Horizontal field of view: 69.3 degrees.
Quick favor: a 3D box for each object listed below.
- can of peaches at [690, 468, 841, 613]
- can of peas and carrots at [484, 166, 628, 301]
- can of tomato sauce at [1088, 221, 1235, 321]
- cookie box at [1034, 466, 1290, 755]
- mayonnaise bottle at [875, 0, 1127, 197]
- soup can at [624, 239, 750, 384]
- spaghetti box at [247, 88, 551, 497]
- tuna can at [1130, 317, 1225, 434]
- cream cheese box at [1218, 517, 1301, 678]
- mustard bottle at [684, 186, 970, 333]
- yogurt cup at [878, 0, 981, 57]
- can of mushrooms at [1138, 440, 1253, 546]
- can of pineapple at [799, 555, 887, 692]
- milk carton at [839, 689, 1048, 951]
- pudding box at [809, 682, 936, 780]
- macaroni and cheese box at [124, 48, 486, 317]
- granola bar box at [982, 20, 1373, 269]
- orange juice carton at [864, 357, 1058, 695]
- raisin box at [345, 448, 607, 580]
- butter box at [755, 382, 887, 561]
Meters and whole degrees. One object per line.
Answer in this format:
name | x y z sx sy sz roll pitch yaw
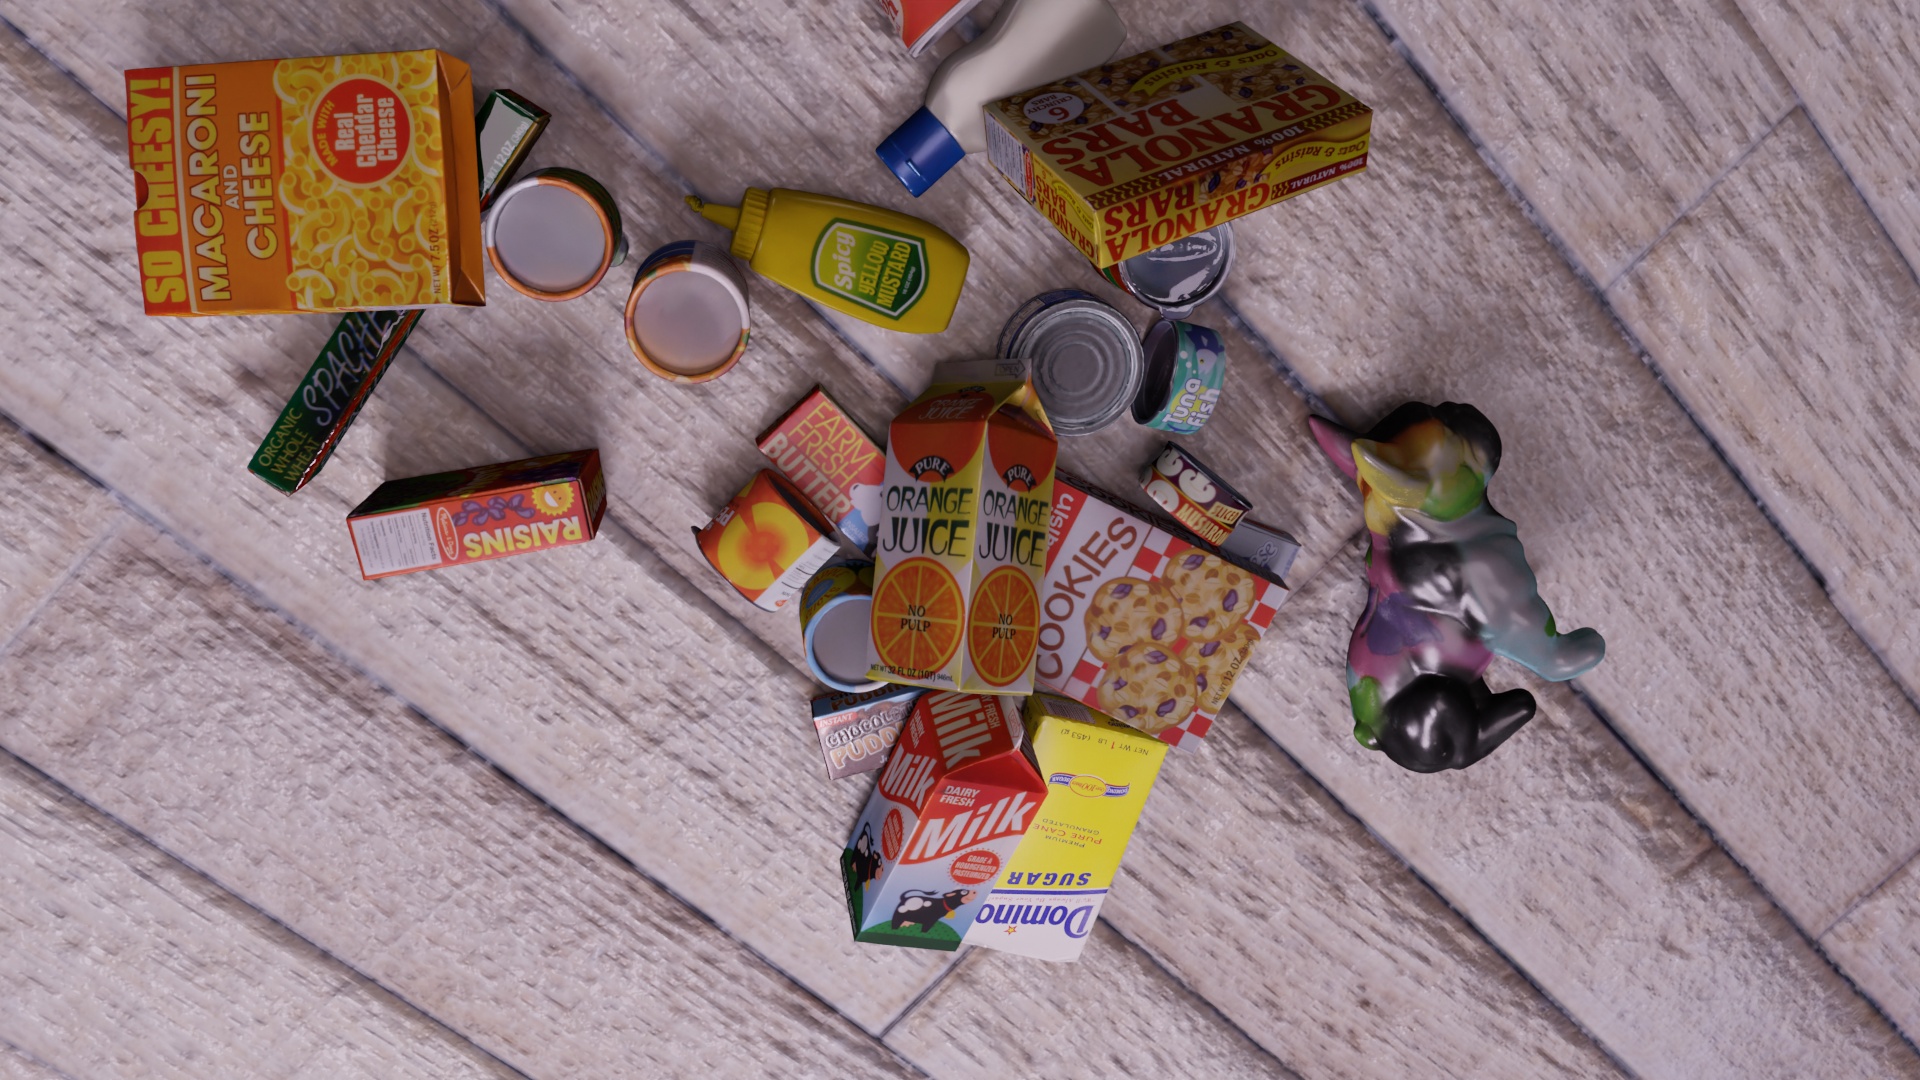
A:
can of peaches | -0.114 -0.002 0.819 0.058 0.071 0.071 -44 110 7
can of peas and carrots | -0.216 -0.164 0.750 0.071 0.059 0.070 -3 109 -9
can of tomato sauce | 0.112 -0.168 0.793 0.071 0.083 0.071 -3 109 -9
cookie box | 0.100 0.043 0.868 0.167 0.040 0.122 26 103 -5
mayonnaise bottle | 0.018 -0.253 0.771 0.148 0.041 0.064 -41 116 7
soup can | -0.151 -0.124 0.761 0.071 0.084 0.071 -3 110 -9
spaghetti box | -0.303 -0.133 0.750 0.028 0.050 0.249 34 100 -17
tuna can | 0.130 -0.096 0.827 0.033 0.071 0.071 11 106 -14
cream cheese box | 0.175 0.037 0.904 0.053 0.024 0.103 19 104 -14
mustard bottle | -0.077 -0.163 0.780 0.160 0.049 0.065 14 104 -14
yogurt cup | -0.017 -0.300 0.738 0.072 0.072 0.054 -40 103 5
can of mushrooms | 0.145 -0.028 0.853 0.071 0.071 0.033 35 102 -19
can of pineapple | -0.066 0.051 0.849 0.071 0.058 0.070 -3 109 -9
milk carton | -0.006 0.164 0.861 0.073 0.072 0.189 13 121 -23
pudding box | -0.050 0.117 0.889 0.084 0.030 0.049 -14 110 -6
macaroni and cheese box | -0.330 -0.177 0.699 0.166 0.040 0.123 -1 95 7
granola bar box | 0.113 -0.214 0.739 0.166 0.124 0.038 -23 138 -15
orange juice carton | 0.003 -0.010 0.803 0.073 0.072 0.192 10 84 -52
raisin box | -0.265 -0.017 0.776 0.123 0.086 0.040 -10 105 -6
butter box | -0.069 -0.041 0.836 0.053 0.024 0.103 -43 110 5
